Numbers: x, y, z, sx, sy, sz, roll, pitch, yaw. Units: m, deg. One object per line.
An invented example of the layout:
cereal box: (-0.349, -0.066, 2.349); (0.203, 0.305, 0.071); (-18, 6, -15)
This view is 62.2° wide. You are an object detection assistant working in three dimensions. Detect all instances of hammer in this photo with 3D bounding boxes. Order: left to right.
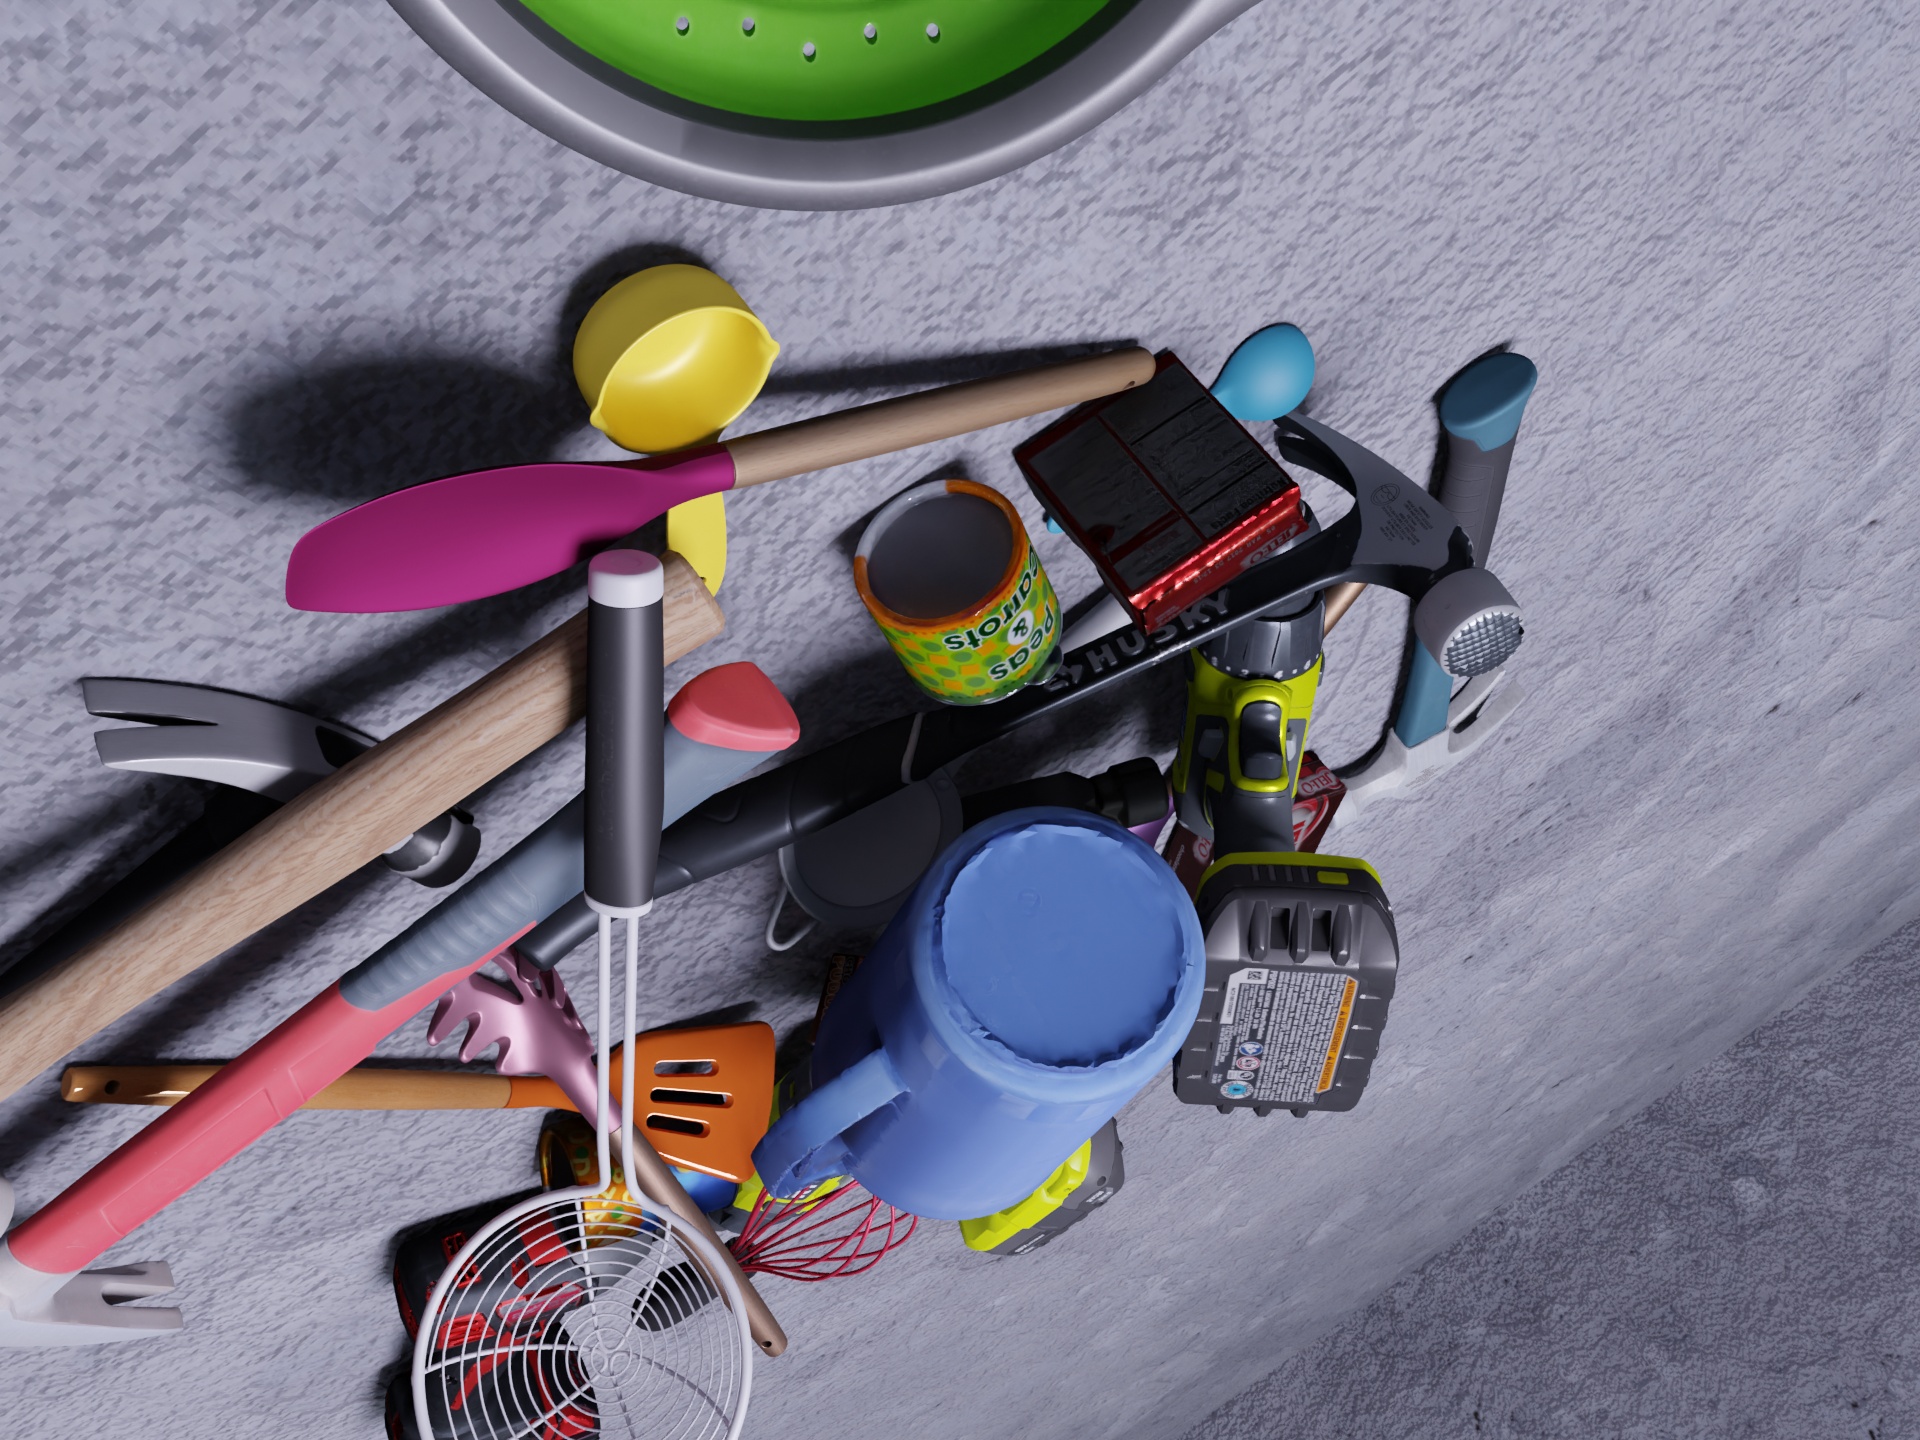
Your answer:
hammer: (-0.337, 0.107, 0.539); (0.335, 0.035, 0.146); (-36, 148, 4)
hammer: (-0.219, 0.047, 0.497); (0.331, 0.031, 0.129); (-35, 148, -9)
hammer: (-0.213, 0.112, 0.588); (0.386, 0.038, 0.143); (-37, 150, 6)
hammer: (-0.001, -0.002, 0.629); (0.409, 0.149, 0.036); (-24, 139, 2)
hammer: (0.035, 0.138, 0.887); (0.149, 0.037, 0.358); (-16, 147, -6)
hammer: (0.253, -0.058, 0.833); (0.128, 0.033, 0.330); (-26, 147, -10)

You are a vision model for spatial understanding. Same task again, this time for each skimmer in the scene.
skimmer: (-0.125, 0.125, 0.531); (0.127, 0.090, 0.363); (11, 118, 5)

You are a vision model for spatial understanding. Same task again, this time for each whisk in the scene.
whisk: (-0.107, 0.280, 0.843); (0.073, 0.073, 0.295); (-1, 152, -40)

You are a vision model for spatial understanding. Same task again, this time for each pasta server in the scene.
pasta server: (-0.149, 0.207, 0.730); (0.060, 0.040, 0.316); (-18, 124, 10)

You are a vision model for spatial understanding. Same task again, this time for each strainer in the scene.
strainer: (0.010, 0.004, 0.698); (0.258, 0.050, 0.086); (-40, 121, 0)

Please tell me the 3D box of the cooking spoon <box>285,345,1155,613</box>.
cooking spoon: (-0.054, -0.086, 0.505); (0.319, 0.017, 0.068); (-21, 163, -34)

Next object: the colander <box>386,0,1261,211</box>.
colander: (-0.109, -0.202, 0.301); (0.397, 0.095, 0.204); (-7, 143, -6)

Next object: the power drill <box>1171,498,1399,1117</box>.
power drill: (0.131, 0.032, 0.685); (0.080, 0.229, 0.190); (2, 134, 3)

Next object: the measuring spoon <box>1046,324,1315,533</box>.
measuring spoon: (0.091, -0.109, 0.636); (0.128, 0.021, 0.042); (-36, 147, 2)

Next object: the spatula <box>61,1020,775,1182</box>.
spatula: (-0.219, 0.165, 0.704); (0.322, 0.041, 0.081); (15, 80, -45)

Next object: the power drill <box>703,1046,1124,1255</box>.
power drill: (-0.031, 0.258, 0.935); (0.223, 0.080, 0.171); (15, 134, -33)

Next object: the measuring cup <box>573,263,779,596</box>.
measuring cup: (-0.093, -0.086, 0.515); (0.062, 0.029, 0.156); (-27, 159, -19)

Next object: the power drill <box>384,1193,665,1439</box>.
power drill: (-0.245, 0.342, 0.889); (0.143, 0.079, 0.219); (-9, 137, -33)

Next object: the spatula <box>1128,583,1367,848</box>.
spatula: (0.126, 0.020, 0.838); (0.059, 0.018, 0.315); (7, 131, -41)
